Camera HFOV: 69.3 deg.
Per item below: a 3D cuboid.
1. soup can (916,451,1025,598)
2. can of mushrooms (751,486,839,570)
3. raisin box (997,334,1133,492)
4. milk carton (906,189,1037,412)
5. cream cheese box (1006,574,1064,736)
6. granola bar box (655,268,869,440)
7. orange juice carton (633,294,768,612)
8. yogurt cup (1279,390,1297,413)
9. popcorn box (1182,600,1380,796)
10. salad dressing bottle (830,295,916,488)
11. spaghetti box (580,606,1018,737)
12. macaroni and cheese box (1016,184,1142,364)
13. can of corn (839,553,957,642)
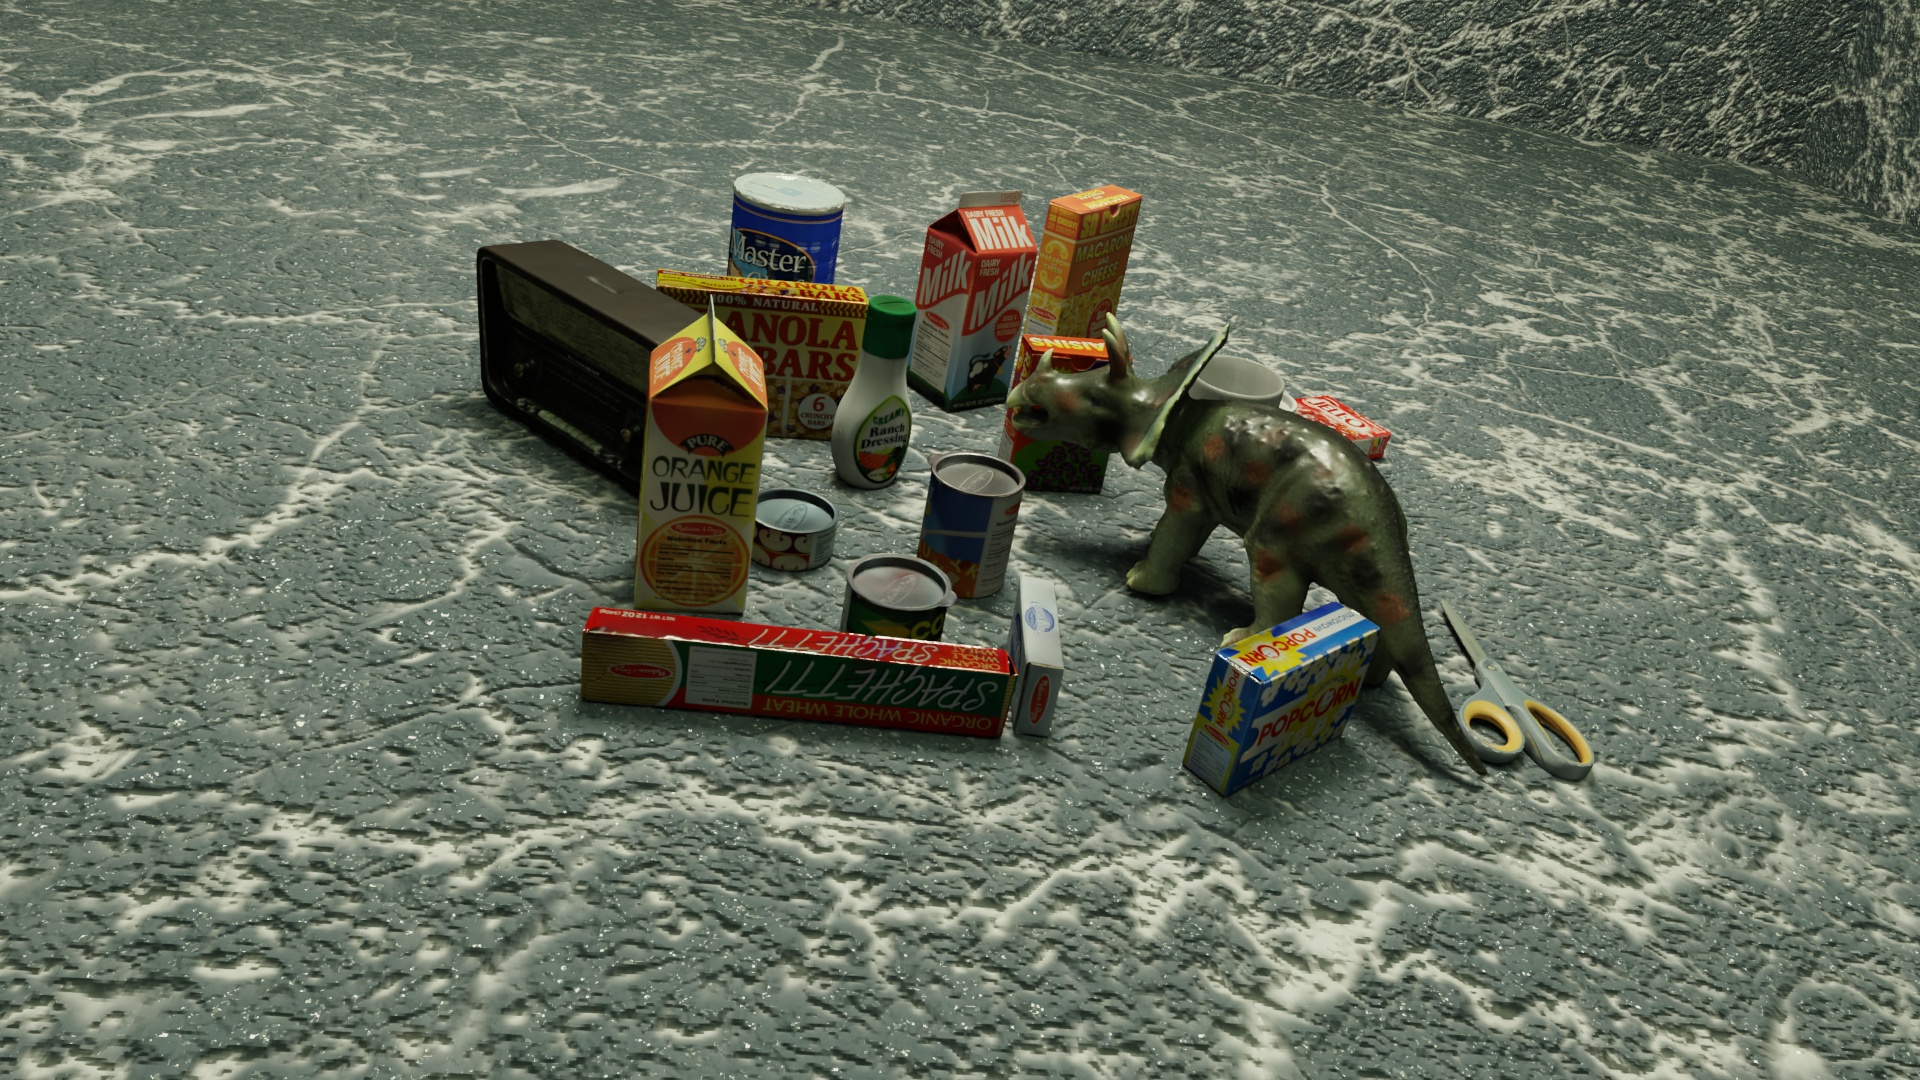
[{"bbox_3d":[0.003,-0.012,0.977,0.071,0.083,0.072,9,29,-5],"label":"soup can"},{"bbox_3d":[-0.122,-0.009,0.980,0.071,0.033,0.071,8,29,-5],"label":"can of mushrooms"},{"bbox_3d":[0.082,-0.101,1.120,0.086,0.122,0.040,3,30,-15],"label":"raisin box"},{"bbox_3d":[0.010,-0.217,1.232,0.072,0.189,0.073,-14,37,-38],"label":"milk carton"},{"bbox_3d":[0.046,0.071,0.876,0.024,0.053,0.104,8,29,-5],"label":"cream cheese box"},{"bbox_3d":[-0.164,-0.147,1.116,0.166,0.123,0.039,3,30,-15],"label":"granola bar box"},{"bbox_3d":[-0.164,-0.053,0.879,0.073,0.191,0.072,4,30,-13],"label":"orange juice carton"},{"bbox_3d":[0.267,-0.107,1.266,0.072,0.053,0.073,9,29,-5],"label":"yogurt cup"},{"bbox_3d":[0.198,0.095,0.853,0.127,0.084,0.038,-16,39,-40],"label":"popcorn box"},{"bbox_3d":[-0.063,-0.113,1.067,0.064,0.147,0.044,-12,36,-36],"label":"salad dressing bottle"},{"bbox_3d":[-0.093,0.079,0.817,0.250,0.050,0.029,6,29,-8],"label":"spaghetti box"},{"bbox_3d":[0.118,-0.255,1.361,0.040,0.165,0.124,26,32,26],"label":"macaroni and cheese box"},{"bbox_3d":[-0.040,0.050,0.877,0.071,0.058,0.071,9,29,-5],"label":"can of corn"}]
